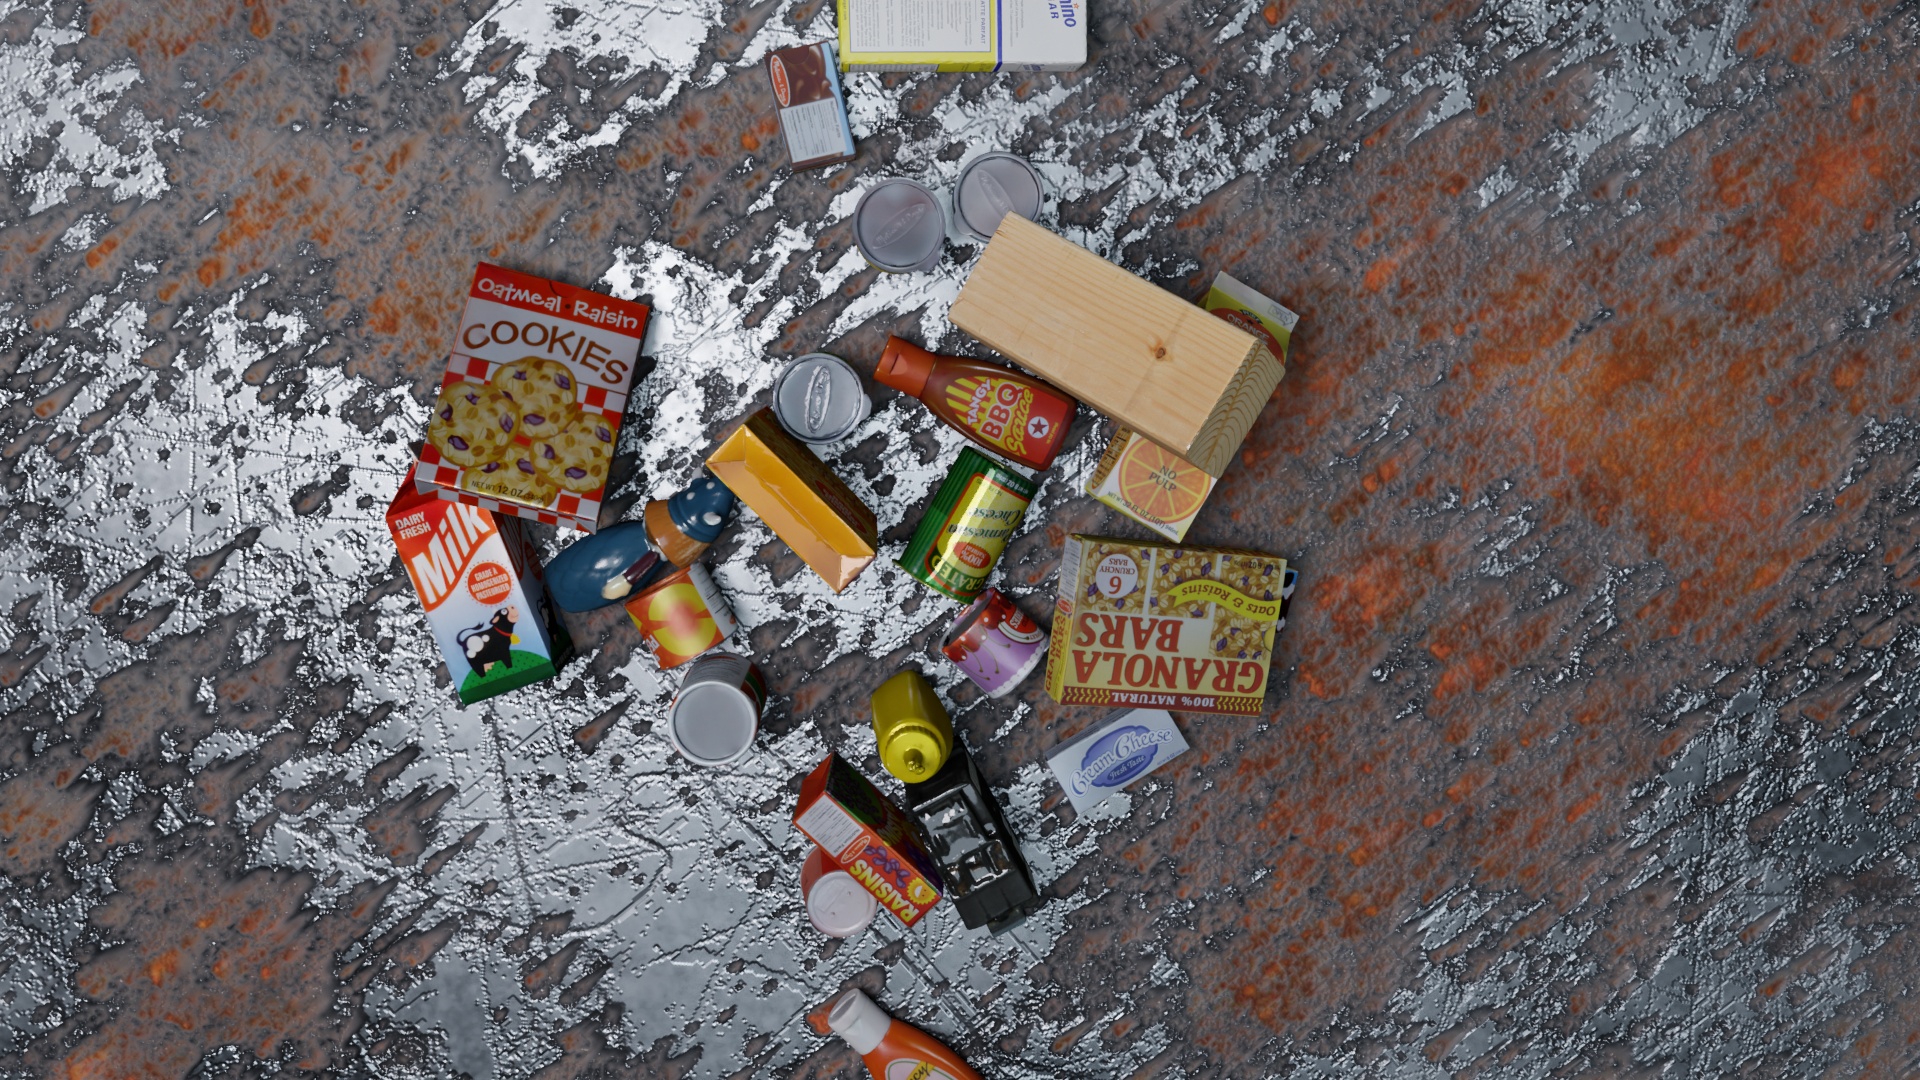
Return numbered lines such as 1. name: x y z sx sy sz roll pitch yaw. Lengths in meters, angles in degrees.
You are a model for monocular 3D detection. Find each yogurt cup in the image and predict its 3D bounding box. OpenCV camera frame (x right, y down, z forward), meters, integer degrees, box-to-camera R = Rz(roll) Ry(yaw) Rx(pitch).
1. yogurt cup: -0.092 0.273 1.084 0.072 0.054 0.072 -1 98 -4

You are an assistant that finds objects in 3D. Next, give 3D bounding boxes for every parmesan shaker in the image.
1. parmesan shaker: 0.004 -0.013 1.039 0.071 0.071 0.103 29 96 -8

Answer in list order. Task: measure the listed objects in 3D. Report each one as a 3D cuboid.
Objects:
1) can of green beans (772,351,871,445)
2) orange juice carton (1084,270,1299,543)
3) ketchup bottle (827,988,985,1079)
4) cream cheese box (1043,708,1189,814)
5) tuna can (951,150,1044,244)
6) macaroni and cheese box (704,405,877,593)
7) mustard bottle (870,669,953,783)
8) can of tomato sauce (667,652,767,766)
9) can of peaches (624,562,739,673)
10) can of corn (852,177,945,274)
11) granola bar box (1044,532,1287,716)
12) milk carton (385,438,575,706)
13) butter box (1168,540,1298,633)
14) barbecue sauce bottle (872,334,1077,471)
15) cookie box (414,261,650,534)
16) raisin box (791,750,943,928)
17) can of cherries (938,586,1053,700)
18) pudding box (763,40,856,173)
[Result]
1. can of green beans: -0.103 -0.106 1.022 0.071 0.058 0.071 -1 99 -4
2. orange juice carton: 0.174 -0.100 1.035 0.072 0.073 0.192 29 95 -7
3. ketchup bottle: -0.042 0.422 1.116 0.064 0.043 0.148 -45 99 4
4. cream cheese box: 0.122 0.167 1.098 0.104 0.024 0.053 -31 98 1
5. tuna can: 0.025 -0.249 1.021 0.071 0.033 0.071 -1 99 -4
6. macaroni and cheese box: -0.114 -0.034 0.977 0.040 0.167 0.123 -44 99 4
7. mustard bottle: -0.036 0.142 1.014 0.049 0.160 0.065 -35 99 4
8. can of tomato sauce: -0.181 0.127 1.040 0.071 0.083 0.071 -1 99 -4
9. can of peaches: -0.210 0.057 1.035 0.071 0.071 0.058 -28 100 1
10. can of corn: -0.044 -0.225 1.007 0.071 0.058 0.071 -1 99 -4
11. granola bar box: 0.153 0.064 1.034 0.166 0.039 0.124 5 99 -16
12. milk carton: -0.356 0.015 1.015 0.073 0.072 0.190 -19 99 -1
13. butter box: 0.206 0.036 1.083 0.103 0.024 0.053 12 97 -6
14. barbecue sauce bottle: 0.009 -0.107 1.037 0.148 0.044 0.064 23 100 -7
15. cookie box: -0.298 -0.101 0.979 0.123 0.040 0.168 14 72 -12
16. raisin box: -0.068 0.227 1.062 0.123 0.086 0.040 44 97 -8
17. can of cherries: 0.027 0.076 1.055 0.058 0.071 0.071 43 94 -8
18. pudding box: -0.108 -0.313 1.003 0.050 0.030 0.083 -14 100 -1
